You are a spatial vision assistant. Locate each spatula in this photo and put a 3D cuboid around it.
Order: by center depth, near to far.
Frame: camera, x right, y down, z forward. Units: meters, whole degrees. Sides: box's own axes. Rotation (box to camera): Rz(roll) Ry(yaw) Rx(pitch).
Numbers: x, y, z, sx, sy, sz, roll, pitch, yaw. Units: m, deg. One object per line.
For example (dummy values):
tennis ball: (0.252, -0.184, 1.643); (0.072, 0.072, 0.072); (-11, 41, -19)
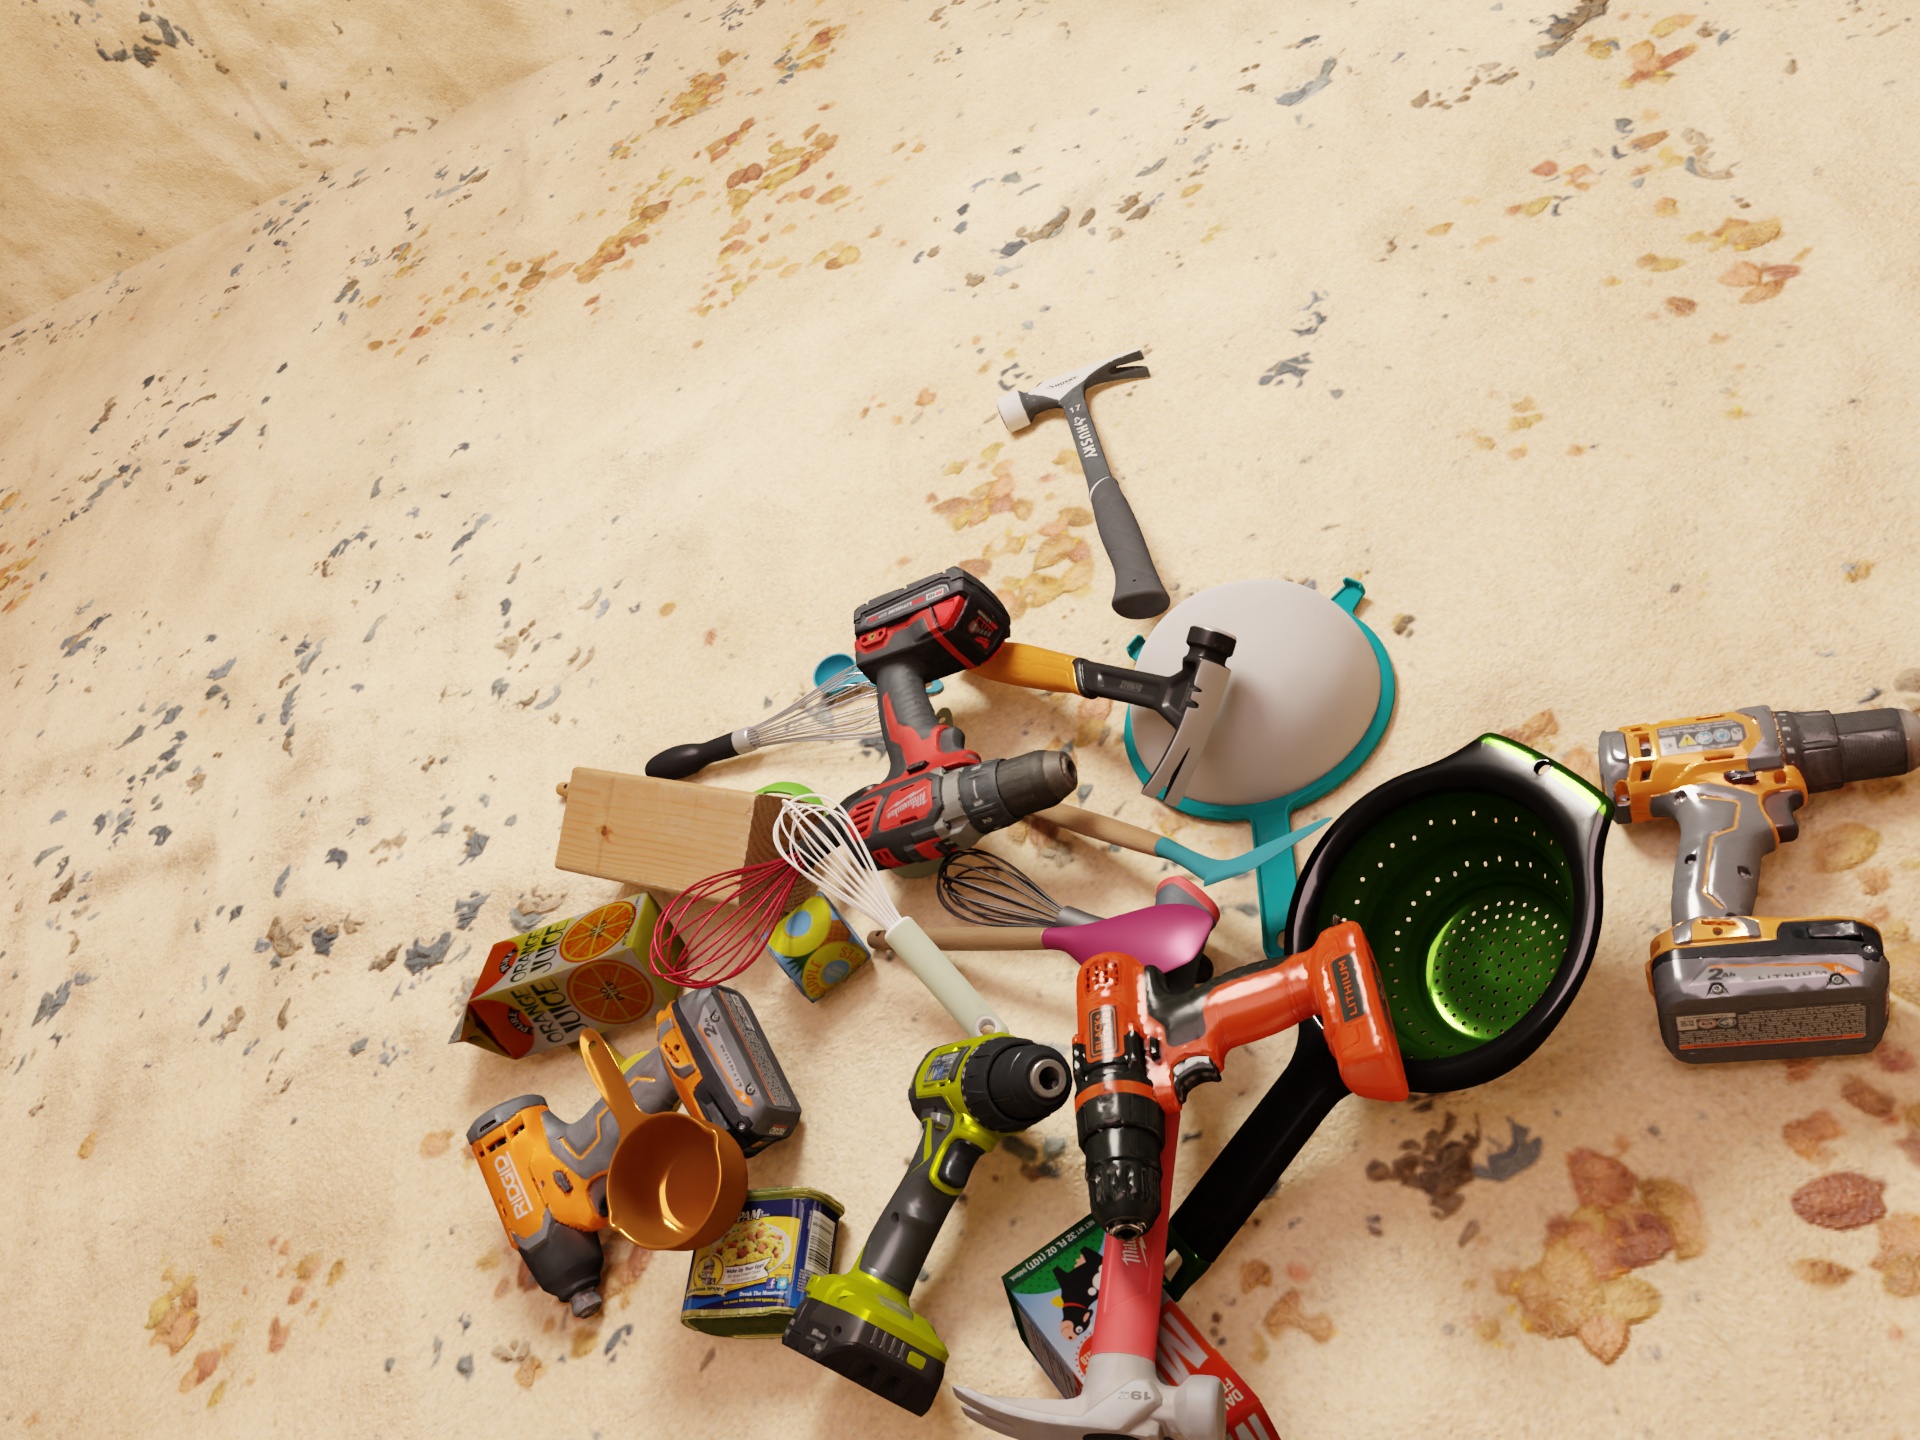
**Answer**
spatula: (0.126, 0.074, 1.133); (0.082, 0.044, 0.318); (-27, 22, -29)

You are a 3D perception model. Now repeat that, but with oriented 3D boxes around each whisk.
whisk: (0.078, 0.143, 1.150); (0.239, 0.055, 0.055); (17, 63, 34)
whisk: (-0.051, 0.146, 1.155); (0.058, 0.059, 0.246); (-39, 73, -13)
whisk: (-0.136, 0.116, 1.211); (0.073, 0.073, 0.296); (1, 24, 31)
whisk: (-0.162, 0.009, 1.401); (0.284, 0.070, 0.070); (-17, 46, 24)

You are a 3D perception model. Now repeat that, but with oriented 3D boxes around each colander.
colander: (0.259, 0.200, 0.973); (0.397, 0.094, 0.205); (-54, 37, 5)

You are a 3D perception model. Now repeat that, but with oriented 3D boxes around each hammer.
hammer: (0.100, 0.246, 0.965); (0.143, 0.038, 0.387); (-3, 40, 17)
hammer: (0.082, -0.028, 1.237); (0.337, 0.034, 0.127); (18, 88, 59)
hammer: (0.128, -0.212, 1.396); (0.149, 0.036, 0.409); (-22, 37, 9)

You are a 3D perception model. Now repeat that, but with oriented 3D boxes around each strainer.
strainer: (0.208, 0.012, 1.148); (0.211, 0.095, 0.341); (-15, 46, 19)

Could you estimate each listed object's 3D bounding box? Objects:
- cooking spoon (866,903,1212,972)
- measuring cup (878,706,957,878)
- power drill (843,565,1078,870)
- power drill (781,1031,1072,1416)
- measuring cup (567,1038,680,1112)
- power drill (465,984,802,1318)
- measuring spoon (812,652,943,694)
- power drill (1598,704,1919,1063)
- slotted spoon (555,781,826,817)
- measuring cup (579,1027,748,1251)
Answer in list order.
cooking spoon: (0.043, 0.154, 1.119); (0.319, 0.017, 0.069); (-9, 37, 45)
measuring cup: (-0.030, 0.048, 1.295); (0.083, 0.038, 0.168); (-9, 51, 24)
power drill: (-0.002, -0.004, 1.226); (0.188, 0.080, 0.227); (-20, 53, 26)
power drill: (-0.013, 0.299, 0.985); (0.229, 0.080, 0.190); (-62, 9, -22)
measuring cup: (-0.278, 0.268, 1.256); (0.157, 0.029, 0.062); (22, 66, 40)
power drill: (-0.233, 0.311, 1.147); (0.226, 0.084, 0.164); (-33, 67, 5)
measuring spoon: (-0.071, -0.033, 1.412); (0.129, 0.021, 0.042); (8, 61, 24)
power drill: (0.486, 0.083, 0.940); (0.185, 0.084, 0.226); (-9, 44, 22)
slotted spoon: (-0.250, 0.074, 1.412); (0.314, 0.031, 0.070); (4, 60, 35)
measuring cup: (-0.207, 0.280, 1.080); (0.095, 0.052, 0.174); (-42, 58, 4)
